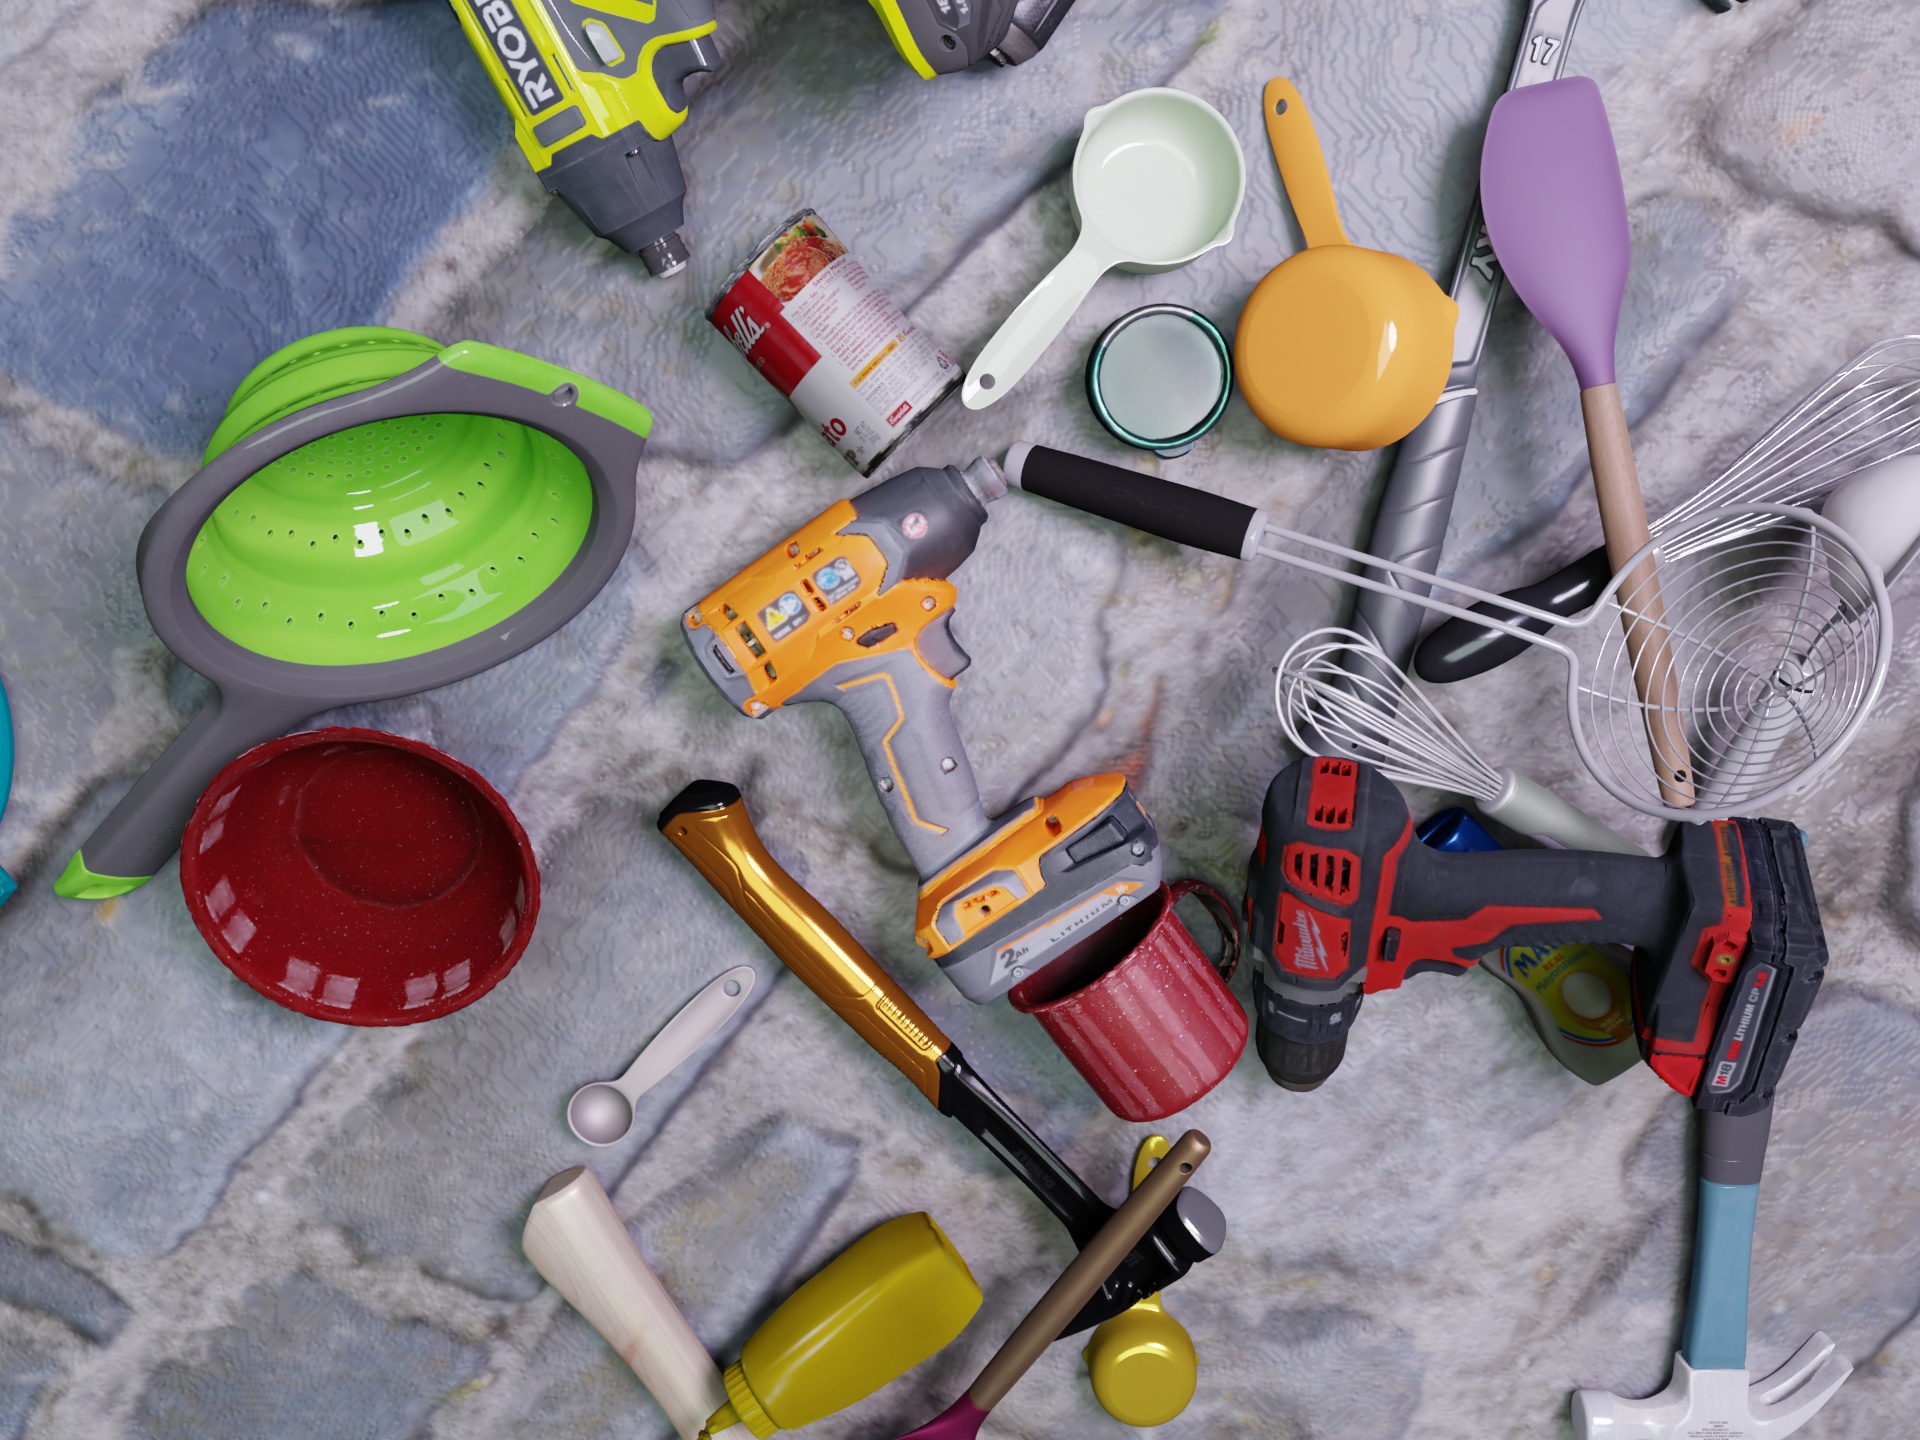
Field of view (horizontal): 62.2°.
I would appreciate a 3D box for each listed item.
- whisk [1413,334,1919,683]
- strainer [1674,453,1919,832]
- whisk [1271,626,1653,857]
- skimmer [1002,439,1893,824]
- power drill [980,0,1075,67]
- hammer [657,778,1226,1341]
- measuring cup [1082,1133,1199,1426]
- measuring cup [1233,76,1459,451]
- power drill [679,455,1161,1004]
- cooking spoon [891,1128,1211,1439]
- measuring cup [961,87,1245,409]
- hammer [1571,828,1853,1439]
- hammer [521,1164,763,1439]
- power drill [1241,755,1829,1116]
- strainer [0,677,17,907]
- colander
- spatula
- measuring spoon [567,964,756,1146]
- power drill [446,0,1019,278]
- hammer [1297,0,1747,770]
[{"bbox_3d":[0.332,-0.089,0.714,0.284,0.070,0.070,-28,99,4],"label":"whisk"},{"bbox_3d":[0.373,-0.028,0.703,0.050,0.087,0.258,28,127,19],"label":"strainer"},{"bbox_3d":[0.240,0.029,0.732,0.246,0.058,0.059,28,81,-20],"label":"whisk"},{"bbox_3d":[0.174,-0.065,0.652,0.363,0.090,0.127,21,90,20],"label":"skimmer"},{"bbox_3d":[-0.004,-0.407,0.662,0.226,0.084,0.185,33,102,-9],"label":"power drill"},{"bbox_3d":[-0.027,0.163,0.783,0.337,0.034,0.127,47,119,-2],"label":"hammer"},{"bbox_3d":[0.097,0.290,0.815,0.062,0.029,0.156,2,102,1],"label":"measuring cup"},{"bbox_3d":[0.151,-0.202,0.693,0.095,0.052,0.173,-19,86,41],"label":"measuring cup"},{"bbox_3d":[-0.001,-0.002,0.738,0.164,0.084,0.226,-35,94,7],"label":"power drill"},{"bbox_3d":[0.024,0.313,0.774,0.068,0.017,0.319,33,109,-5],"label":"cooking spoon"},{"bbox_3d":[0.056,-0.202,0.708,0.083,0.038,0.167,40,92,-5],"label":"measuring cup"},{"bbox_3d":[0.383,0.214,0.791,0.128,0.033,0.331,0,101,2],"label":"hammer"},{"bbox_3d":[-0.099,0.409,0.841,0.146,0.038,0.410,-28,99,5],"label":"hammer"},{"bbox_3d":[0.238,0.110,0.707,0.227,0.080,0.187,7,130,13],"label":"power drill"},{"bbox_3d":[-0.578,-0.051,0.736,0.211,0.095,0.340,-2,102,2],"label":"strainer"},{"bbox_3d":[-0.312,-0.055,0.728,0.397,0.204,0.095,-39,63,24],"label":"colander"},{"bbox_3d":[0.276,-0.117,0.683,0.060,0.018,0.316,-12,91,4],"label":"spatula"},{"bbox_3d":[-0.150,0.167,0.810,0.124,0.018,0.034,-44,97,2],"label":"measuring spoon"},{"bbox_3d":[-0.095,-0.294,0.655,0.223,0.080,0.171,-15,117,27],"label":"power drill"},{"bbox_3d":[0.229,-0.164,0.723,0.149,0.036,0.409,12,102,-2],"label":"hammer"}]
